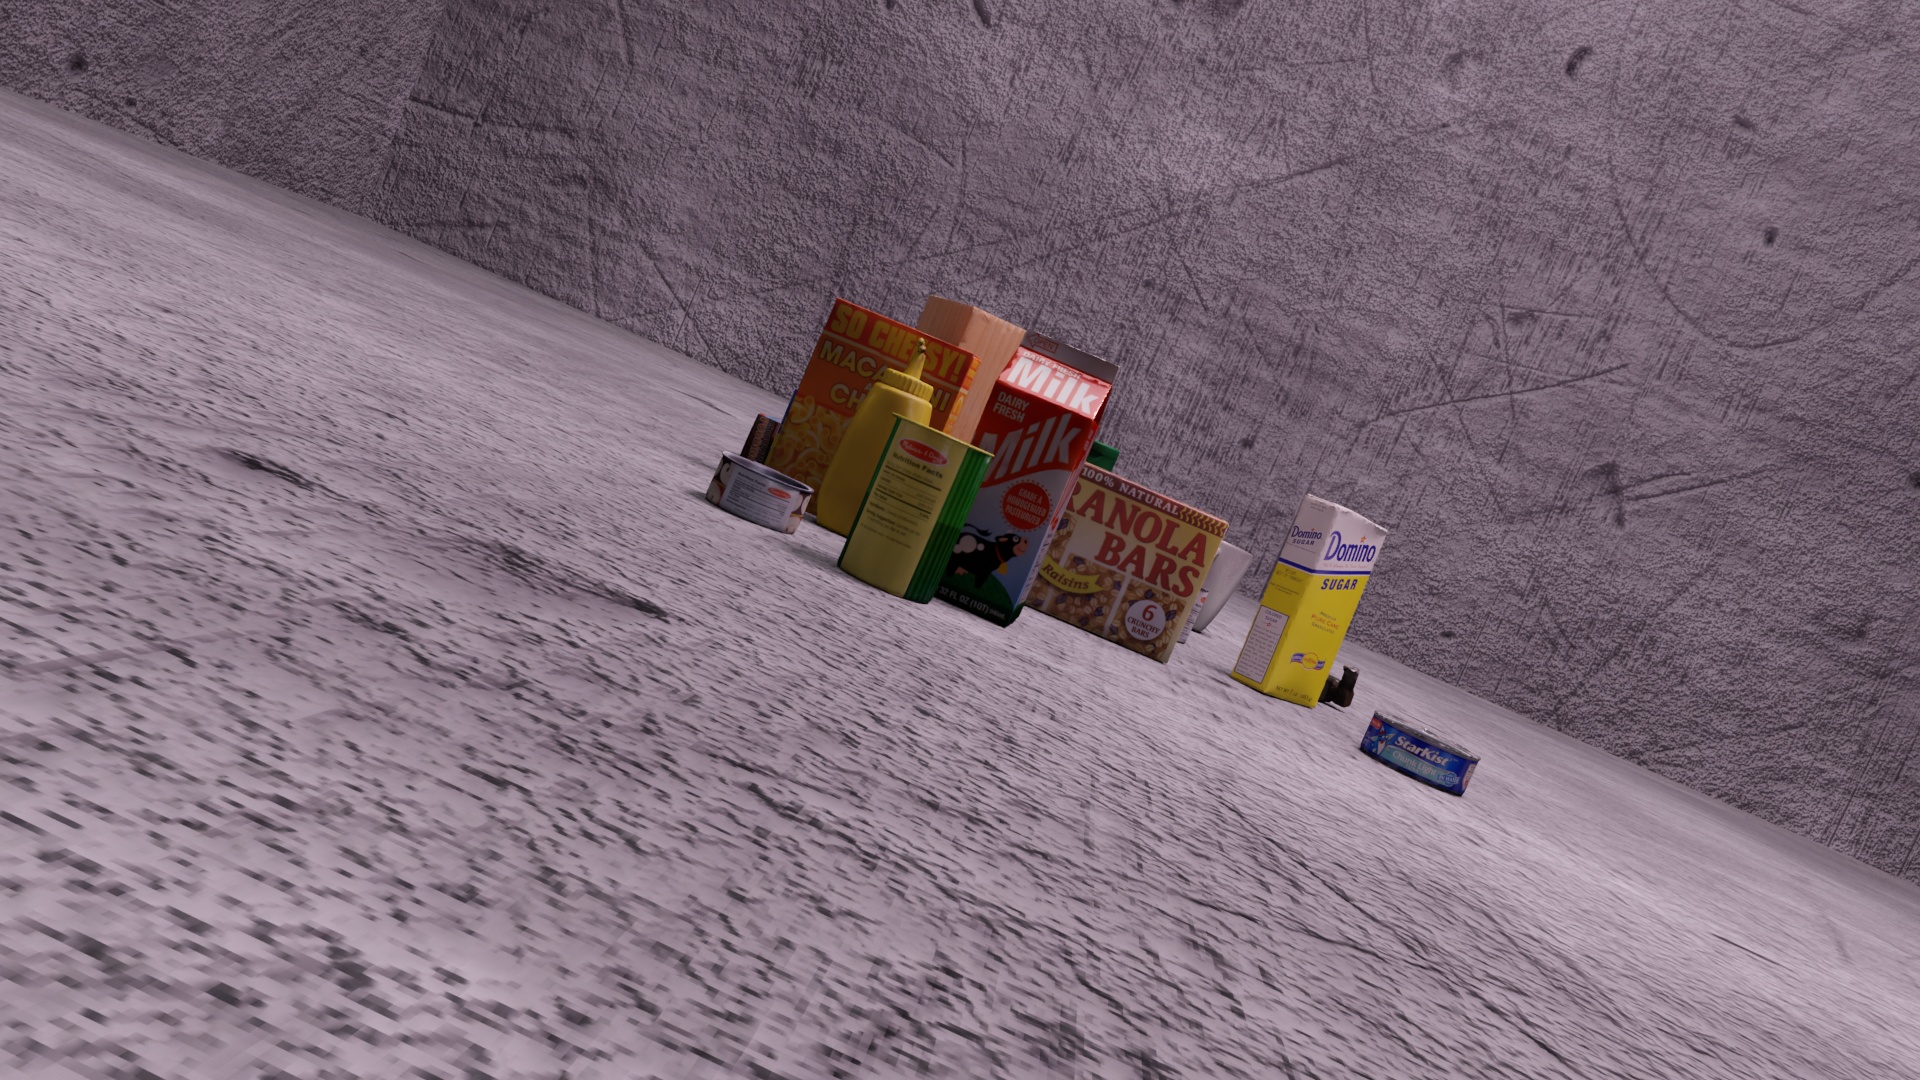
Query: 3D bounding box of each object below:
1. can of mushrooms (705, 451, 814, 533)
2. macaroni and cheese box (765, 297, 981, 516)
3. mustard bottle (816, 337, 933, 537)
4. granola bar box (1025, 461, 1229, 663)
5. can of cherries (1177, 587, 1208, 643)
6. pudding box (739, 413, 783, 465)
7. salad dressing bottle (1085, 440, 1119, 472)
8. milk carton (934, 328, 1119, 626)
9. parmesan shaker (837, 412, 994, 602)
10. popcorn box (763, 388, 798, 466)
[{"bbox_3d":[-0.135,-0.032,0.935,0.071,0.033,0.071,23,4,-2],"label":"can of mushrooms"},{"bbox_3d":[-0.073,-0.093,1.111,0.124,0.166,0.040,24,4,8],"label":"macaroni and cheese box"},{"bbox_3d":[-0.056,-0.077,1.054,0.065,0.160,0.049,24,4,6],"label":"mustard bottle"},{"bbox_3d":[0.112,0.009,1.112,0.165,0.124,0.039,23,4,-2],"label":"granola bar box"},{"bbox_3d":[0.199,0.061,1.362,0.071,0.058,0.071,23,4,-2],"label":"can of cherries"},{"bbox_3d":[-0.176,-0.092,1.326,0.030,0.049,0.084,24,4,11],"label":"pudding box"},{"bbox_3d":[0.103,-0.024,1.302,0.064,0.147,0.044,24,4,18],"label":"salad dressing bottle"},{"bbox_3d":[0.040,-0.044,0.947,0.072,0.190,0.073,24,4,7],"label":"milk carton"},{"bbox_3d":[-0.031,-0.021,0.877,0.071,0.103,0.071,23,4,-2],"label":"parmesan shaker"},{"bbox_3d":[-0.117,-0.082,1.282,0.038,0.085,0.127,26,5,33],"label":"popcorn box"}]
